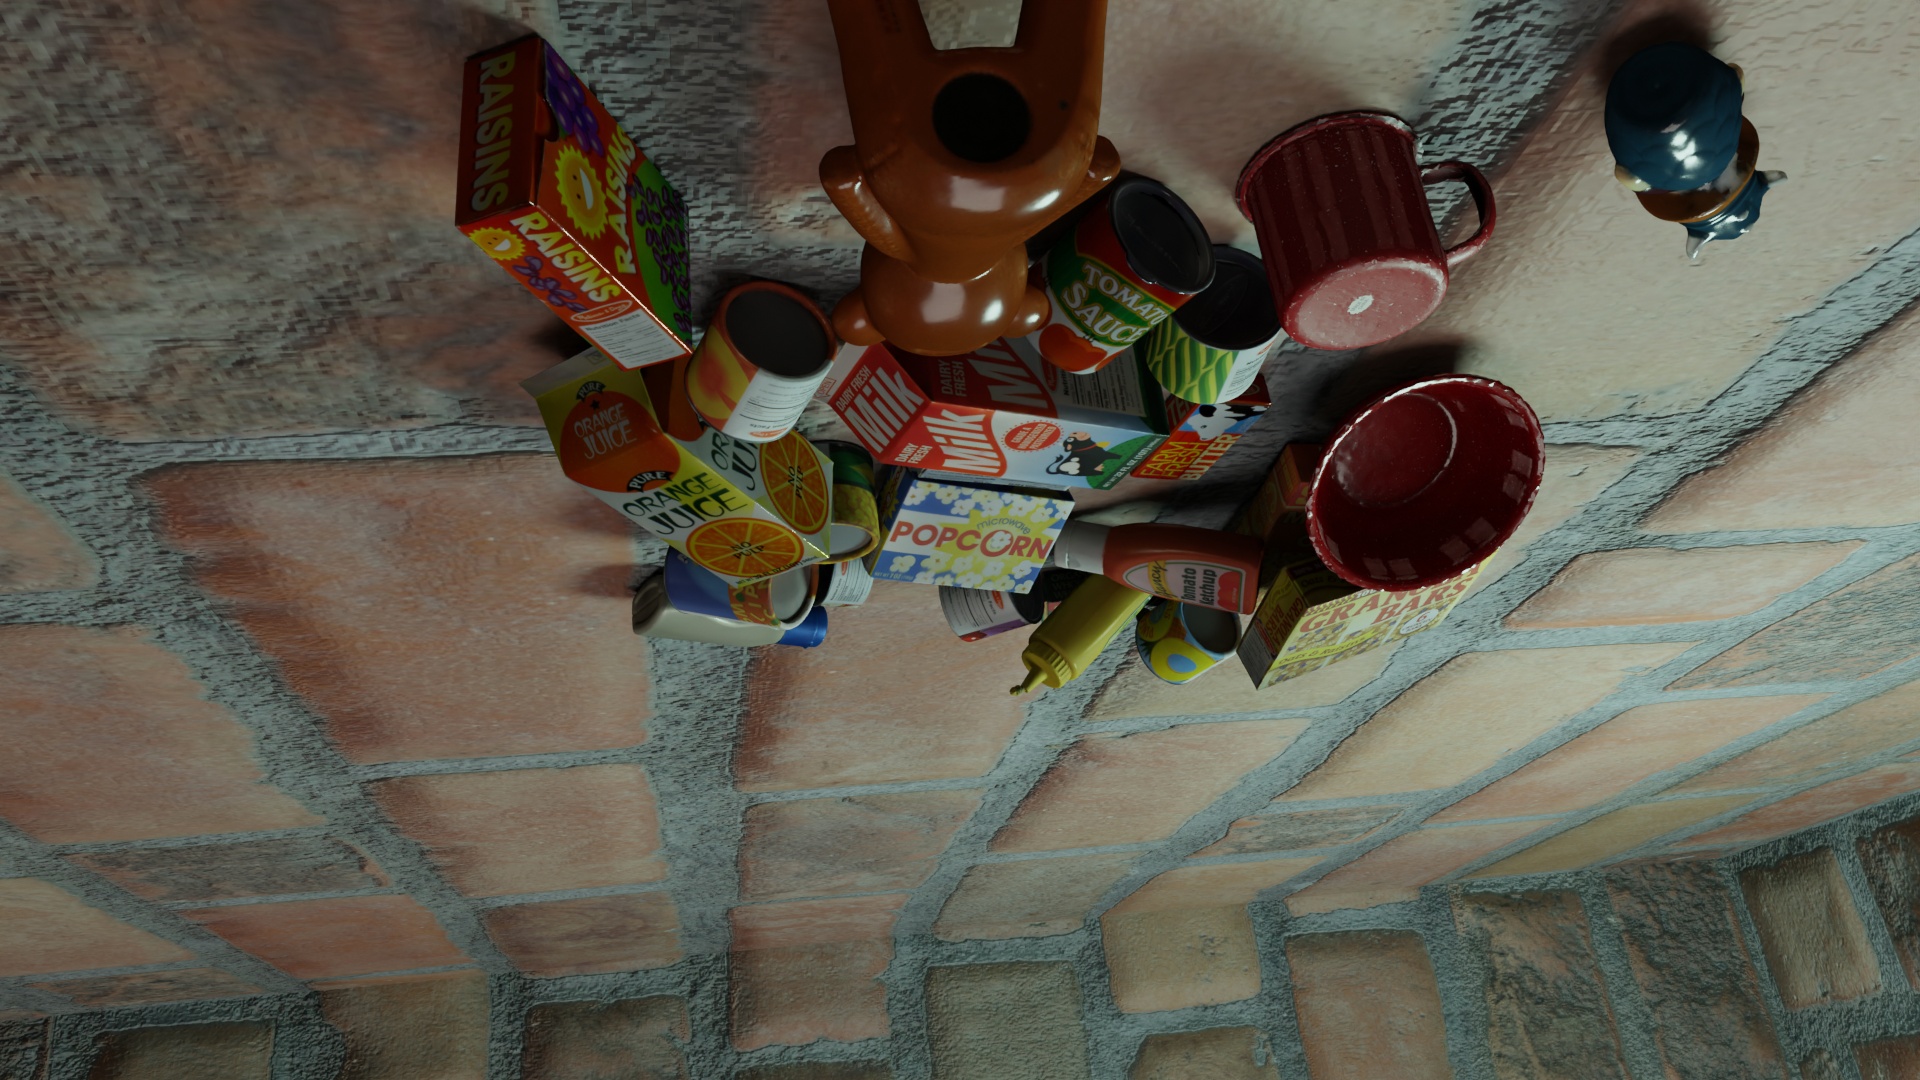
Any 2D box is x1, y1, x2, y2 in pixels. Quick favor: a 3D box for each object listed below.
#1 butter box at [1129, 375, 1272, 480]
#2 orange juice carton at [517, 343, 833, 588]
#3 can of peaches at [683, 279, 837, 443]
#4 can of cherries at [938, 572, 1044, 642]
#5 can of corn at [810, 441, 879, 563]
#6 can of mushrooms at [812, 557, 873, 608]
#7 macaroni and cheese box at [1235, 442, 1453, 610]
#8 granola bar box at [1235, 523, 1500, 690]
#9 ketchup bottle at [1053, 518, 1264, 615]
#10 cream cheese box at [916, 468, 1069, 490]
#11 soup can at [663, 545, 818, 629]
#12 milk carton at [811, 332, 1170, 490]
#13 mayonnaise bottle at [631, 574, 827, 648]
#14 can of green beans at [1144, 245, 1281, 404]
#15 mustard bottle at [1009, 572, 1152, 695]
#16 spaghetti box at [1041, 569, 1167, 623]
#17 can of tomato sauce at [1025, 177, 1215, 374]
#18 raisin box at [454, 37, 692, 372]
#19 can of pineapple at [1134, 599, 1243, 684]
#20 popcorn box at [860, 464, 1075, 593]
[{"bbox_3d":[0.153,-0.073,0.903,0.053,0.024,0.103,2,154,-21],"label":"butter box"},{"bbox_3d":[-0.156,-0.051,0.788,0.071,0.073,0.192,-18,144,25],"label":"orange juice carton"},{"bbox_3d":[-0.106,-0.096,0.729,0.071,0.071,0.057,6,148,-27],"label":"can of peaches"},{"bbox_3d":[0.025,0.039,1.063,0.058,0.072,0.071,-19,153,24],"label":"can of cherries"},{"bbox_3d":[-0.086,-0.023,0.903,0.071,0.058,0.071,-6,155,-3],"label":"can of corn"},{"bbox_3d":[-0.087,0.013,0.977,0.033,0.071,0.070,5,153,-27],"label":"can of mushrooms"},{"bbox_3d":[0.273,-0.007,1.030,0.124,0.040,0.165,1,145,-12],"label":"macaroni and cheese box"},{"bbox_3d":[0.293,0.041,1.005,0.166,0.039,0.123,-17,151,-17],"label":"granola bar box"},{"bbox_3d":[0.144,0.014,1.013,0.149,0.044,0.064,10,141,16],"label":"ketchup bottle"},{"bbox_3d":[0.022,-0.062,0.854,0.104,0.053,0.024,5,154,-24],"label":"cream cheese box"},{"bbox_3d":[-0.148,0.020,0.942,0.084,0.071,0.071,7,162,24],"label":"soup can"},{"bbox_3d":[0.015,-0.084,0.780,0.191,0.074,0.072,6,152,-26],"label":"milk carton"},{"bbox_3d":[-0.175,0.058,1.078,0.148,0.041,0.064,10,152,-35],"label":"mayonnaise bottle"},{"bbox_3d":[0.137,-0.116,0.754,0.071,0.071,0.057,-4,156,-7],"label":"can of green beans"},{"bbox_3d":[0.092,0.066,1.054,0.161,0.049,0.065,-44,173,-24],"label":"mustard bottle"},{"bbox_3d":[0.188,0.032,1.137,0.250,0.029,0.050,-7,155,0],"label":"spaghetti box"},{"bbox_3d":[0.076,-0.130,0.700,0.071,0.071,0.082,10,151,-33],"label":"can of tomato sauce"},{"bbox_3d":[-0.161,-0.139,0.594,0.040,0.086,0.123,-13,155,15],"label":"raisin box"},{"bbox_3d":[0.181,0.073,1.109,0.071,0.071,0.057,8,149,-30],"label":"can of pineapple"},{"bbox_3d":[0.003,-0.012,0.940,0.127,0.038,0.084,7,125,-28],"label":"popcorn box"}]
